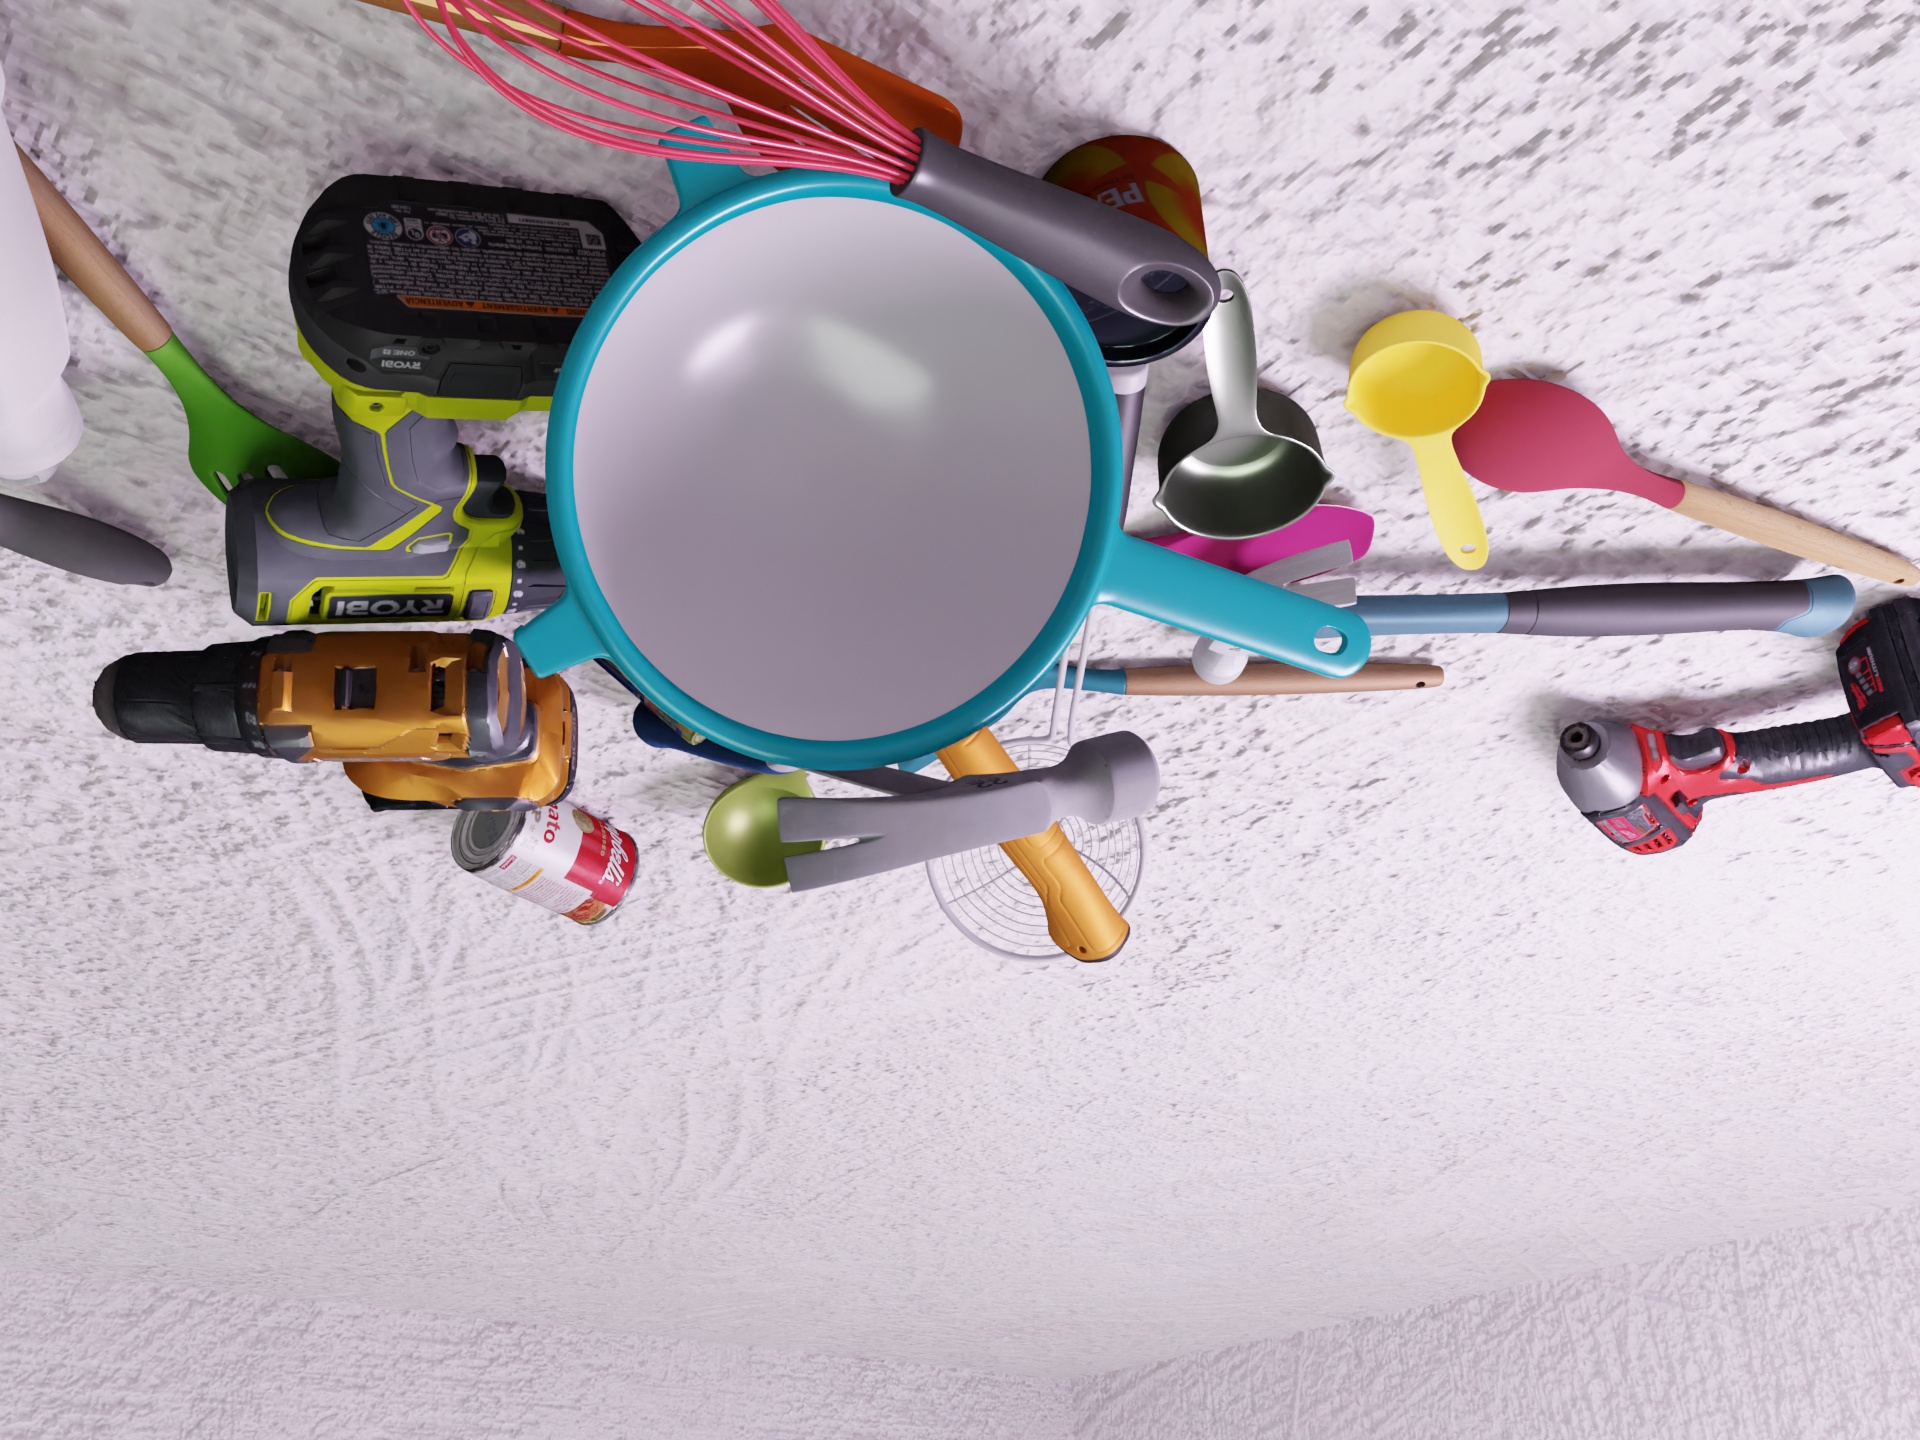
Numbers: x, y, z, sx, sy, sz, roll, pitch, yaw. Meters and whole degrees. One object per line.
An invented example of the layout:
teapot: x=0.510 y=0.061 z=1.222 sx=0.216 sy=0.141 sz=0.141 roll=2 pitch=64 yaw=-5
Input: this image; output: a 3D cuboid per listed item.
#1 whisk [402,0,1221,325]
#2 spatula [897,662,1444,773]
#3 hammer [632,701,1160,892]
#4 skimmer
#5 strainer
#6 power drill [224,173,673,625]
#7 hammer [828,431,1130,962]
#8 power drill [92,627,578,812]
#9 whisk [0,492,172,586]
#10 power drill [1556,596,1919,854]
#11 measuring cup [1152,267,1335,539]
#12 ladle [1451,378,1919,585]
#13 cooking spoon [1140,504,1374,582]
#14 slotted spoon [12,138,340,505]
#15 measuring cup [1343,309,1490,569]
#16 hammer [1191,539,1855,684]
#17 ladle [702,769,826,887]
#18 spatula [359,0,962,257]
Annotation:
whisk: x=-0.033 y=-0.186 z=0.506 sx=0.295 sy=0.073 sz=0.073 roll=16 pitch=145 yaw=-29
spatula: x=0.120 y=-0.013 z=0.906 sx=0.317 sy=0.044 sz=0.082 roll=-2 pitch=142 yaw=-2
hammer: x=-0.081 y=0.017 z=0.744 sx=0.144 sy=0.035 sz=0.406 roll=-12 pitch=-170 yaw=-27
skimmer: x=0.050 y=-0.014 z=0.802 sx=0.127 sy=0.090 sz=0.363 roll=17 pitch=139 yaw=10
strainer: x=0.004 y=-0.077 z=0.624 sx=0.340 sy=0.211 sz=0.095 roll=16 pitch=-175 yaw=-24
power drill: x=-0.203 y=-0.115 z=0.676 sx=0.190 sy=0.080 sz=0.228 roll=-4 pitch=154 yaw=-29
hammer: x=-0.001 y=-0.002 z=0.773 sx=0.127 sy=0.034 sz=0.336 roll=-7 pitch=128 yaw=43
power drill: x=-0.296 y=0.000 z=0.796 sx=0.185 sy=0.084 sz=0.226 roll=-1 pitch=173 yaw=-2
whisk: x=-0.444 y=-0.098 z=0.695 sx=0.055 sy=0.055 sz=0.238 roll=-14 pitch=164 yaw=19
power drill: x=0.469 y=0.013 z=0.940 sx=0.219 sy=0.079 sz=0.143 roll=-21 pitch=143 yaw=34
measuring cup: x=0.119 y=-0.144 z=0.696 sx=0.083 sy=0.038 sz=0.167 roll=-7 pitch=147 yaw=9
ladle: x=0.367 y=-0.106 z=0.783 sx=0.315 sy=0.031 sz=0.069 roll=12 pitch=153 yaw=-24
cooking spoon: x=0.049 y=-0.082 z=0.812 sx=0.319 sy=0.017 sz=0.068 roll=-5 pitch=151 yaw=4
slotted spoon: x=-0.341 y=-0.171 z=0.637 sx=0.070 sy=0.031 sz=0.313 roll=-5 pitch=148 yaw=11
measuring cup: x=0.218 y=-0.125 z=0.723 sx=0.062 sy=0.029 sz=0.156 roll=-8 pitch=144 yaw=26
hammer: x=0.295 y=-0.056 z=0.832 sx=0.331 sy=0.033 sz=0.128 roll=-2 pitch=163 yaw=-2
ladle: x=-0.086 y=0.016 z=0.904 sx=0.078 sy=0.062 sz=0.320 roll=14 pitch=151 yaw=-13
spatula: x=-0.159 y=-0.231 z=0.531 sx=0.322 sy=0.041 sz=0.081 roll=10 pitch=155 yaw=-17
